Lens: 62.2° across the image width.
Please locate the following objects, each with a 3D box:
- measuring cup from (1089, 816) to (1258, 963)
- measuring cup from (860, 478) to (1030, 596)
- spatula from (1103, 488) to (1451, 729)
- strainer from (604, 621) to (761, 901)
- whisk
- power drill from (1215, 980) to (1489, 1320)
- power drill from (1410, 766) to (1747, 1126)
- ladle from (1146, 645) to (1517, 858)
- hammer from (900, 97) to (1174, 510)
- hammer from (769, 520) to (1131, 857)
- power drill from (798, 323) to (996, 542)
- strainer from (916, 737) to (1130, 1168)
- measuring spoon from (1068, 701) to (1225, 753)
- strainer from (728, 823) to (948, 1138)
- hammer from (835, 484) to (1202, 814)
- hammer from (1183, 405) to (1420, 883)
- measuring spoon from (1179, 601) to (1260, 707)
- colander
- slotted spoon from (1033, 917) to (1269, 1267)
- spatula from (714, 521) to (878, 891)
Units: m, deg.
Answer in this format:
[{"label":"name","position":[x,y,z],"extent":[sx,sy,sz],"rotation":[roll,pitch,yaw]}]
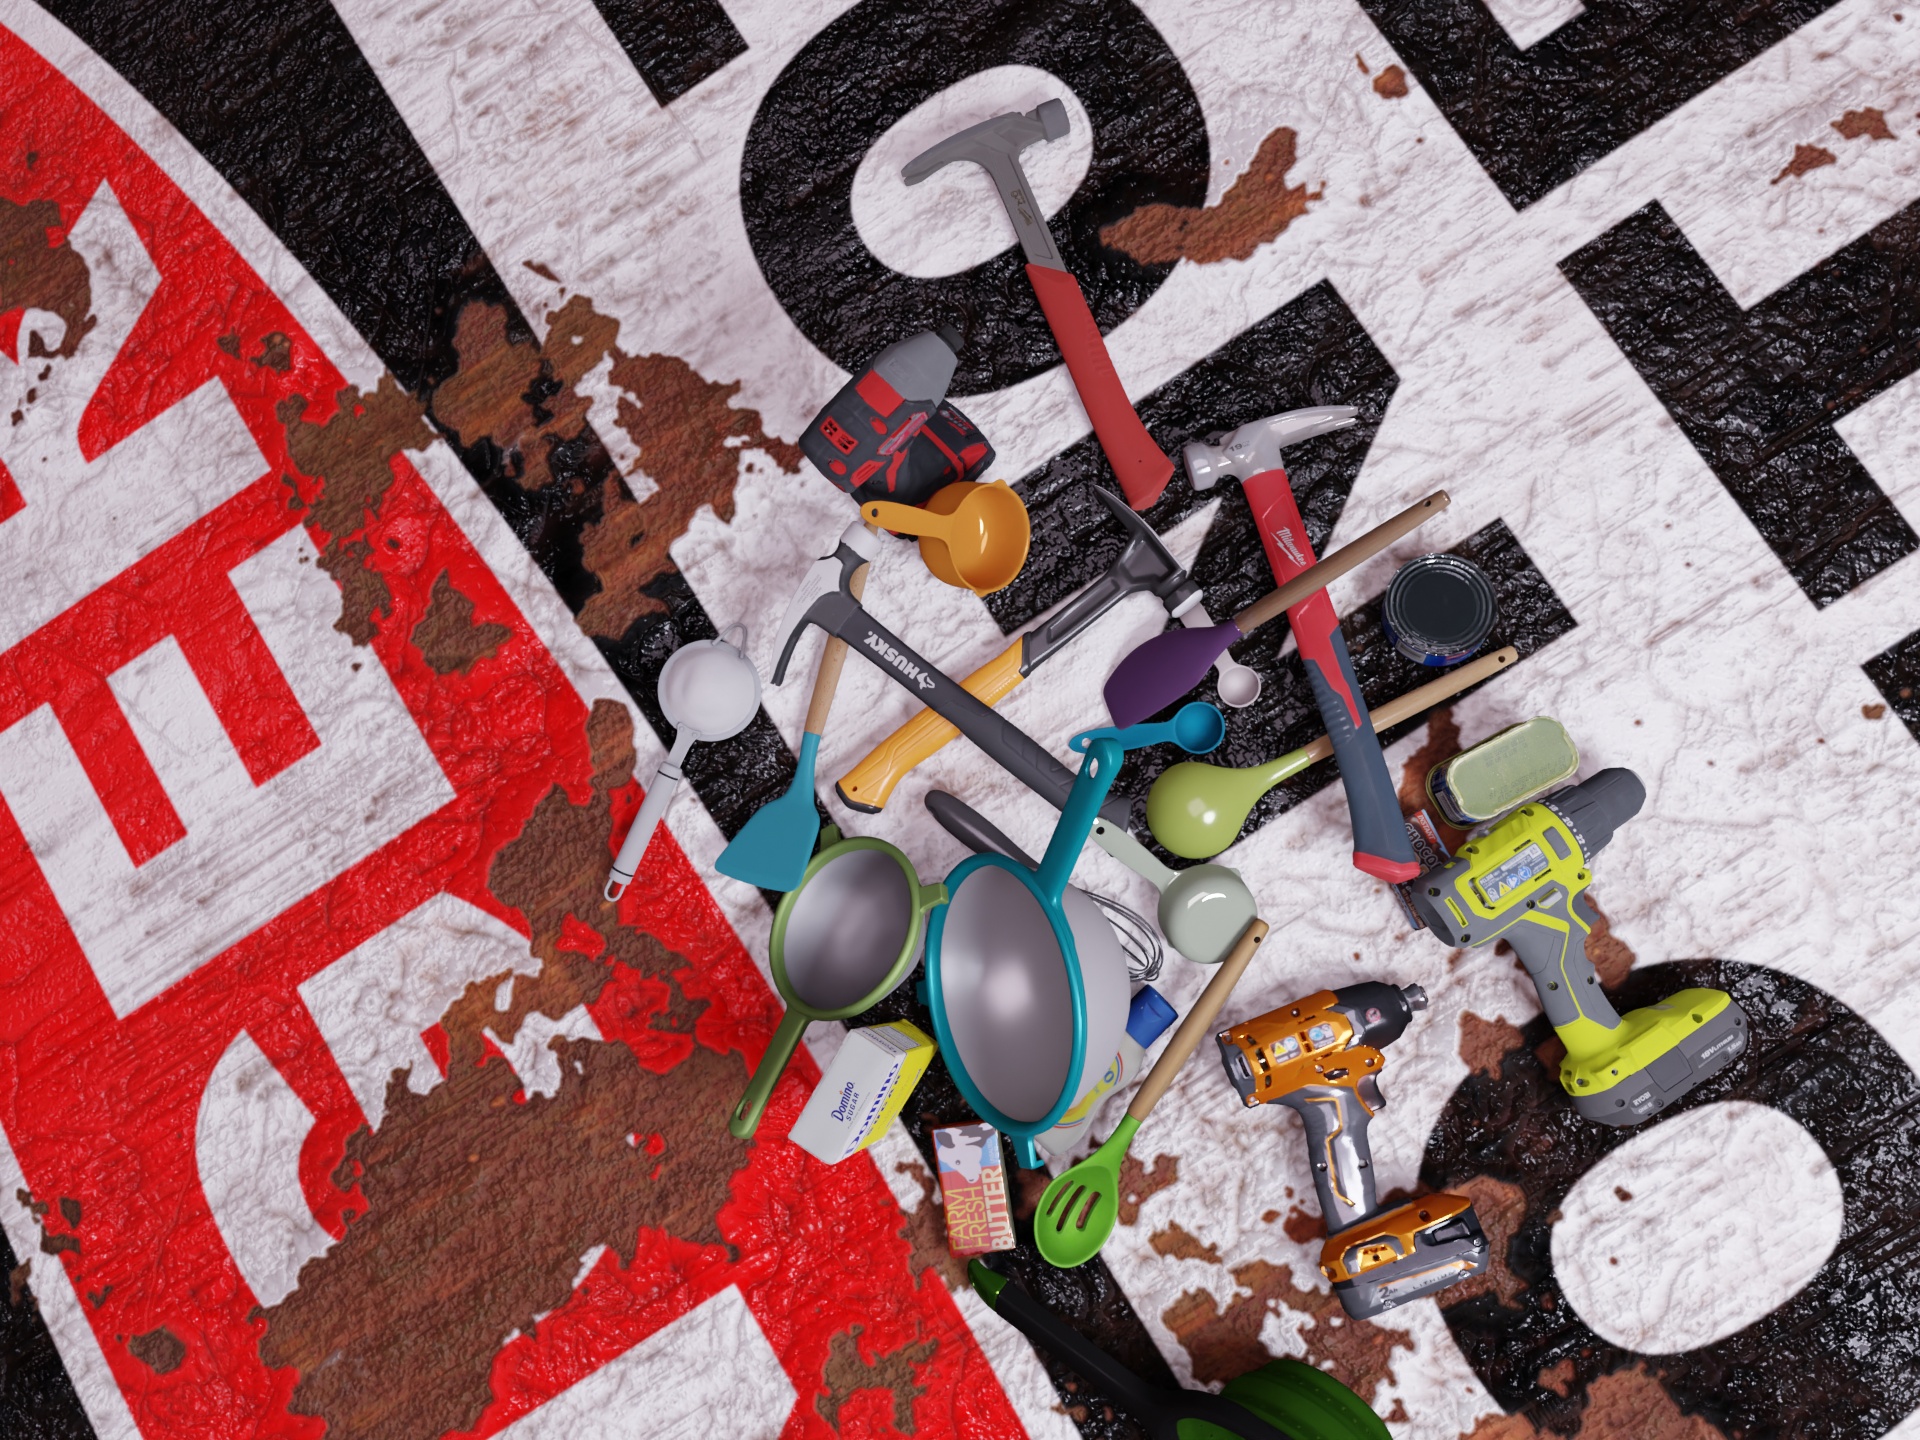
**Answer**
[{"label":"measuring cup","position":[0.161,0.128,1.229],"extent":[0.167,0.038,0.083],"rotation":[37,99,-19]},{"label":"measuring cup","position":[-0.023,-0.153,1.255],"extent":[0.052,0.173,0.095],"rotation":[15,96,49]},{"label":"spatula","position":[0.235,-0.088,1.224],"extent":[0.316,0.018,0.060],"rotation":[-33,60,29]},{"label":"strainer","position":[-0.239,0.035,1.334],"extent":[0.087,0.050,0.258],"rotation":[25,91,-5]},{"label":"whisk","position":[0.065,0.130,1.278],"extent":[0.239,0.055,0.055],"rotation":[37,90,14]},{"label":"power drill","position":[0.312,0.314,1.206],"extent":[0.164,0.084,0.227],"rotation":[-24,77,4]},{"label":"power drill","position":[0.475,0.164,1.187],"extent":[0.190,0.080,0.228],"rotation":[-33,85,-5]},{"label":"ladle","position":[0.295,0.017,1.265],"extent":[0.320,0.062,0.078],"rotation":[-26,87,-3]},{"label":"hammer","position":[0.080,-0.339,1.331],"extent":[0.149,0.036,0.359],"rotation":[-22,81,5]},{"label":"hammer","position":[-0.002,-0.004,1.269],"extent":[0.335,0.035,0.146],"rotation":[38,92,8]},{"label":"power drill","position":[-0.042,-0.225,1.242],"extent":[0.078,0.219,0.143],"rotation":[44,91,10]},{"label":"strainer","position":[0.082,0.150,1.174],"extent":[0.211,0.095,0.340],"rotation":[52,134,42]},{"label":"measuring spoon","position":[0.152,0.012,1.296],"extent":[0.128,0.021,0.042],"rotation":[-8,82,16]},{"label":"strainer","position":[-0.100,0.219,1.264],"extent":[0.152,0.069,0.256],"rotation":[23,83,43]},{"label":"hammer","position":[0.030,-0.045,1.304],"extent":[0.337,0.034,0.127],"rotation":[-39,76,3]},{"label":"hammer","position":[0.296,-0.064,1.239],"extent":[0.143,0.038,0.387],"rotation":[-16,72,5]},{"label":"measuring spoon","position":[0.204,-0.064,1.297],"extent":[0.034,0.018,0.124],"rotation":[-32,74,5]},{"label":"colander","position":[0.184,0.502,1.194],"extent":[0.397,0.204,0.094],"rotation":[29,54,25]},{"label":"slotted spoon","position":[0.151,0.287,1.237],"extent":[0.070,0.031,0.314],"rotation":[30,95,-19]},{"label":"spatula","position":[-0.120,-0.016,1.319],"extent":[0.082,0.044,0.317],"rotation":[12,84,27]}]
